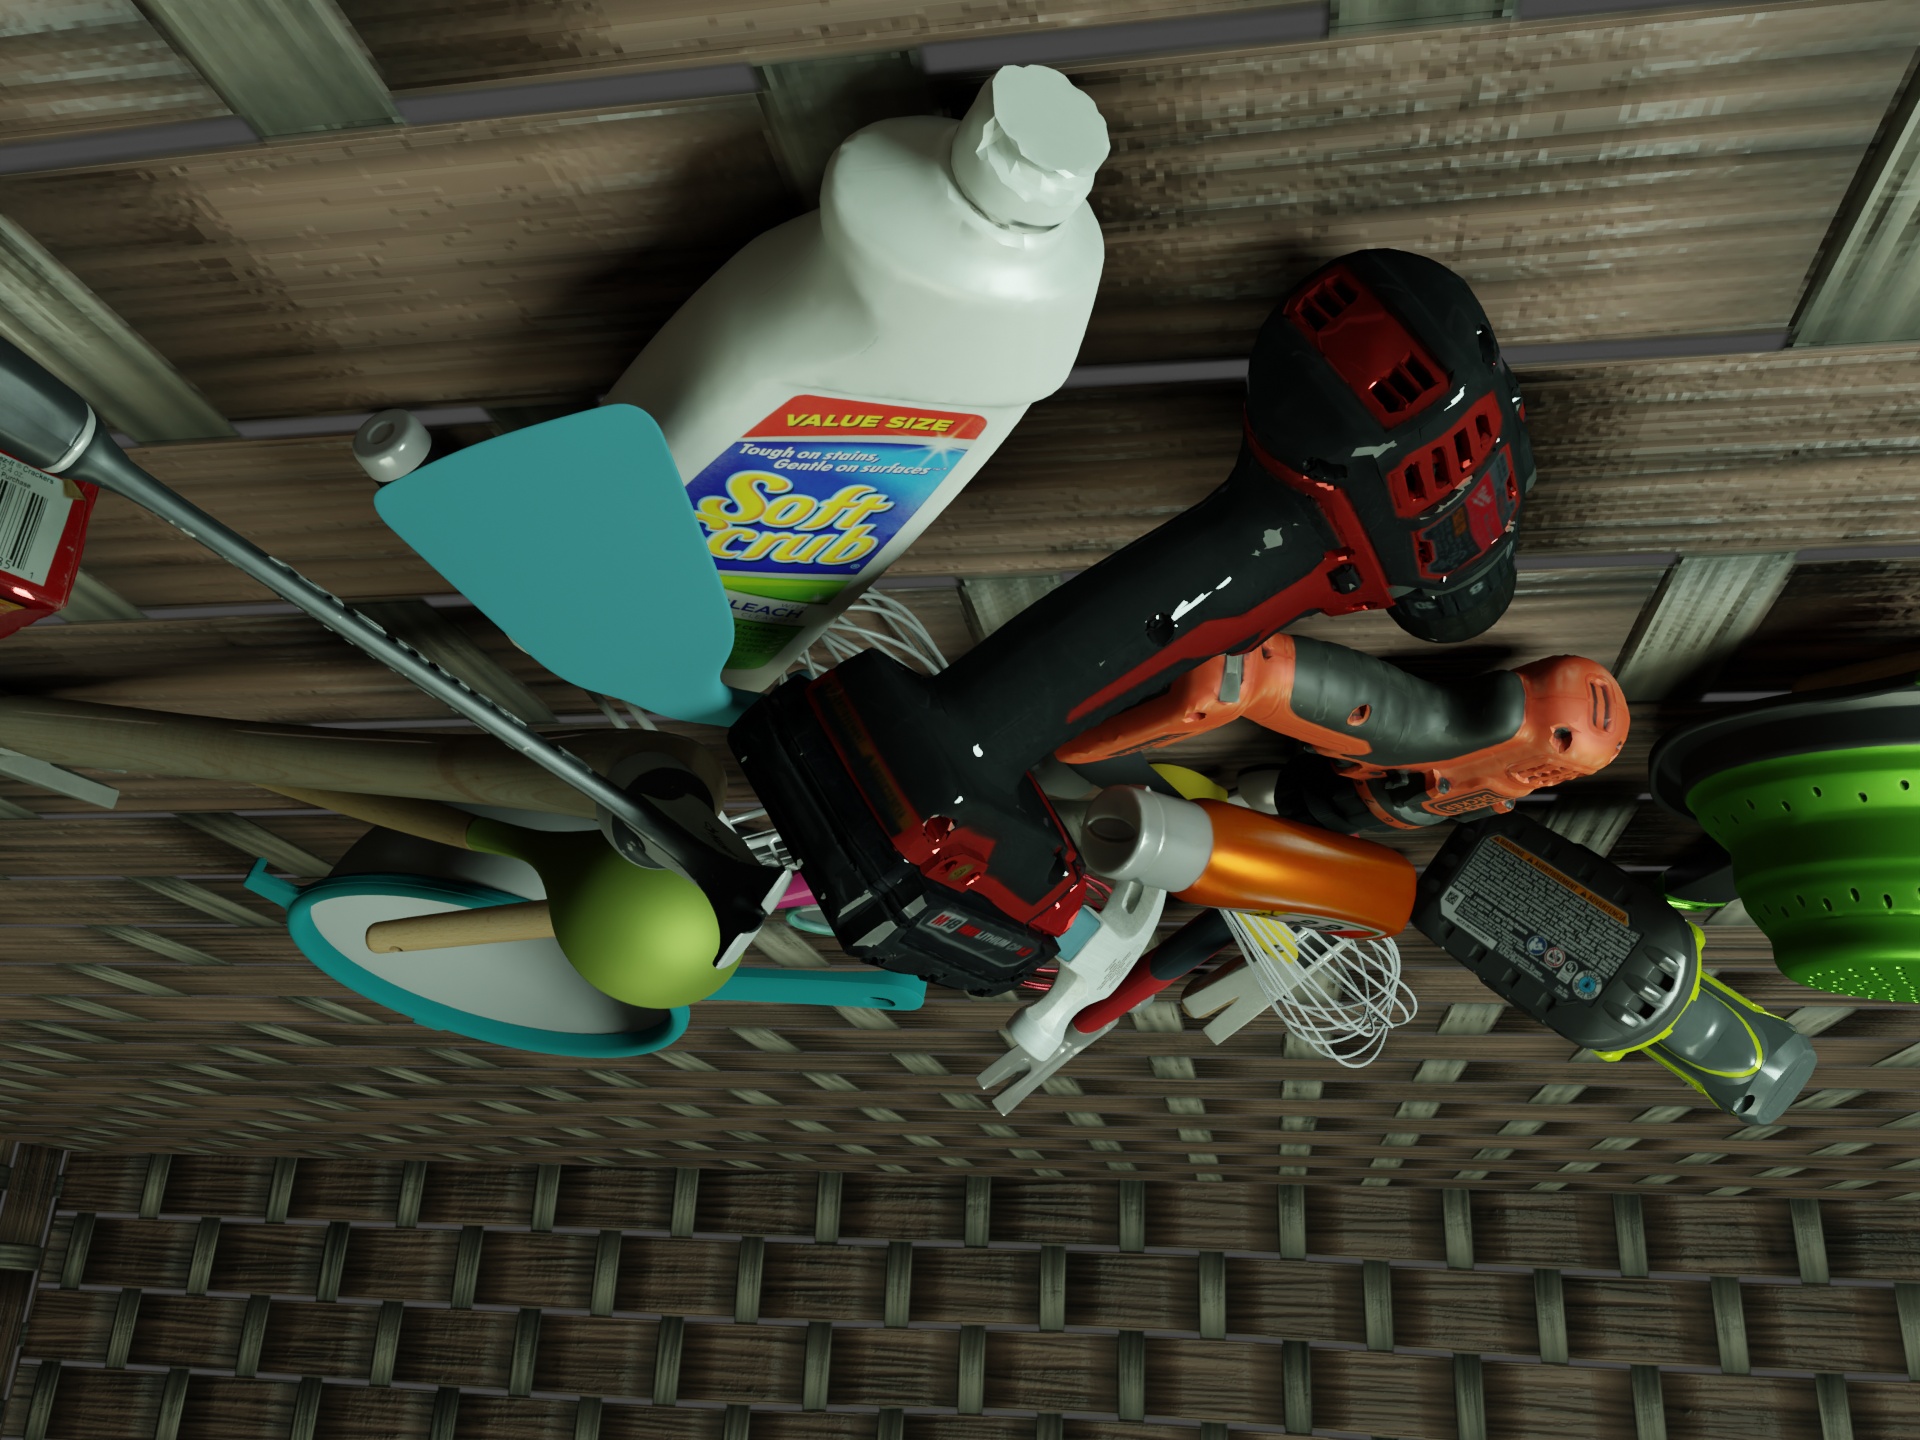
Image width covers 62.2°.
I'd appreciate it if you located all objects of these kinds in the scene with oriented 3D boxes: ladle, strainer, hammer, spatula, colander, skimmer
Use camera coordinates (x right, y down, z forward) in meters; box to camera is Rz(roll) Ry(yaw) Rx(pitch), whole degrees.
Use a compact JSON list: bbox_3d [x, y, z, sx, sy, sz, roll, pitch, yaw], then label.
[{"bbox_3d":[-0.224,0.054,0.692,0.320,0.078,0.062,11,124,32],"label":"ladle"},{"bbox_3d":[-0.177,0.099,0.834,0.340,0.095,0.210,1,147,15],"label":"strainer"},{"bbox_3d":[0.006,0.066,0.749,0.033,0.128,0.330,41,180,39],"label":"hammer"},{"bbox_3d":[-0.274,0.016,0.656,0.411,0.038,0.146,4,162,24],"label":"hammer"},{"bbox_3d":[-0.044,-0.004,0.506,0.082,0.044,0.317,-14,159,21],"label":"spatula"},{"bbox_3d":[0.181,0.161,1.002,0.130,0.031,0.331,-35,169,-11],"label":"hammer"},{"bbox_3d":[0.385,0.080,0.698,0.204,0.094,0.396,6,165,6],"label":"colander"},{"bbox_3d":[0.120,0.147,0.944,0.143,0.038,0.386,-33,169,-27],"label":"hammer"},{"bbox_3d":[-0.129,-0.017,0.647,0.127,0.090,0.362,-14,145,11],"label":"skimmer"},{"bbox_3d":[-0.203,-0.057,0.386,0.408,0.036,0.149,38,174,-29],"label":"hammer"}]

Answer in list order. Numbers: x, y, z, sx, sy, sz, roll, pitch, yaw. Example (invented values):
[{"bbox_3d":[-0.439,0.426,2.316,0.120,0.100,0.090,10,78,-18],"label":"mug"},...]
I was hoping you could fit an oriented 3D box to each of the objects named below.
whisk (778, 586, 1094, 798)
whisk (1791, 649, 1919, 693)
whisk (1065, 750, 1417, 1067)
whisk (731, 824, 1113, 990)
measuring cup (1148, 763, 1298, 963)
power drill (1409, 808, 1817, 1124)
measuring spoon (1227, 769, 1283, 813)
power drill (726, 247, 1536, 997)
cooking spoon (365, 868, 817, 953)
[{"bbox_3d":[0.000,-0.001,0.649,0.055,0.055,0.238,-10,160,29],"label":"whisk"},{"bbox_3d":[0.408,-0.029,0.536,0.051,0.047,0.245,19,157,-37],"label":"whisk"},{"bbox_3d":[0.122,0.071,0.723,0.070,0.070,0.284,-18,131,41],"label":"whisk"},{"bbox_3d":[-0.038,0.095,0.889,0.295,0.073,0.073,15,156,-13],"label":"whisk"},{"bbox_3d":[0.126,0.082,0.787,0.062,0.029,0.156,-14,128,38],"label":"measuring cup"},{"bbox_3d":[0.330,0.125,0.824,0.223,0.080,0.171,29,-173,-46],"label":"power drill"},{"bbox_3d":[0.134,0.050,0.800,0.034,0.018,0.124,10,158,-18],"label":"measuring spoon"},{"bbox_3d":[0.067,-0.016,0.465,0.226,0.080,0.187,-38,154,10],"label":"power drill"},{"bbox_3d":[-0.110,0.078,0.689,0.319,0.017,0.068,-7,144,10],"label":"cooking spoon"}]
